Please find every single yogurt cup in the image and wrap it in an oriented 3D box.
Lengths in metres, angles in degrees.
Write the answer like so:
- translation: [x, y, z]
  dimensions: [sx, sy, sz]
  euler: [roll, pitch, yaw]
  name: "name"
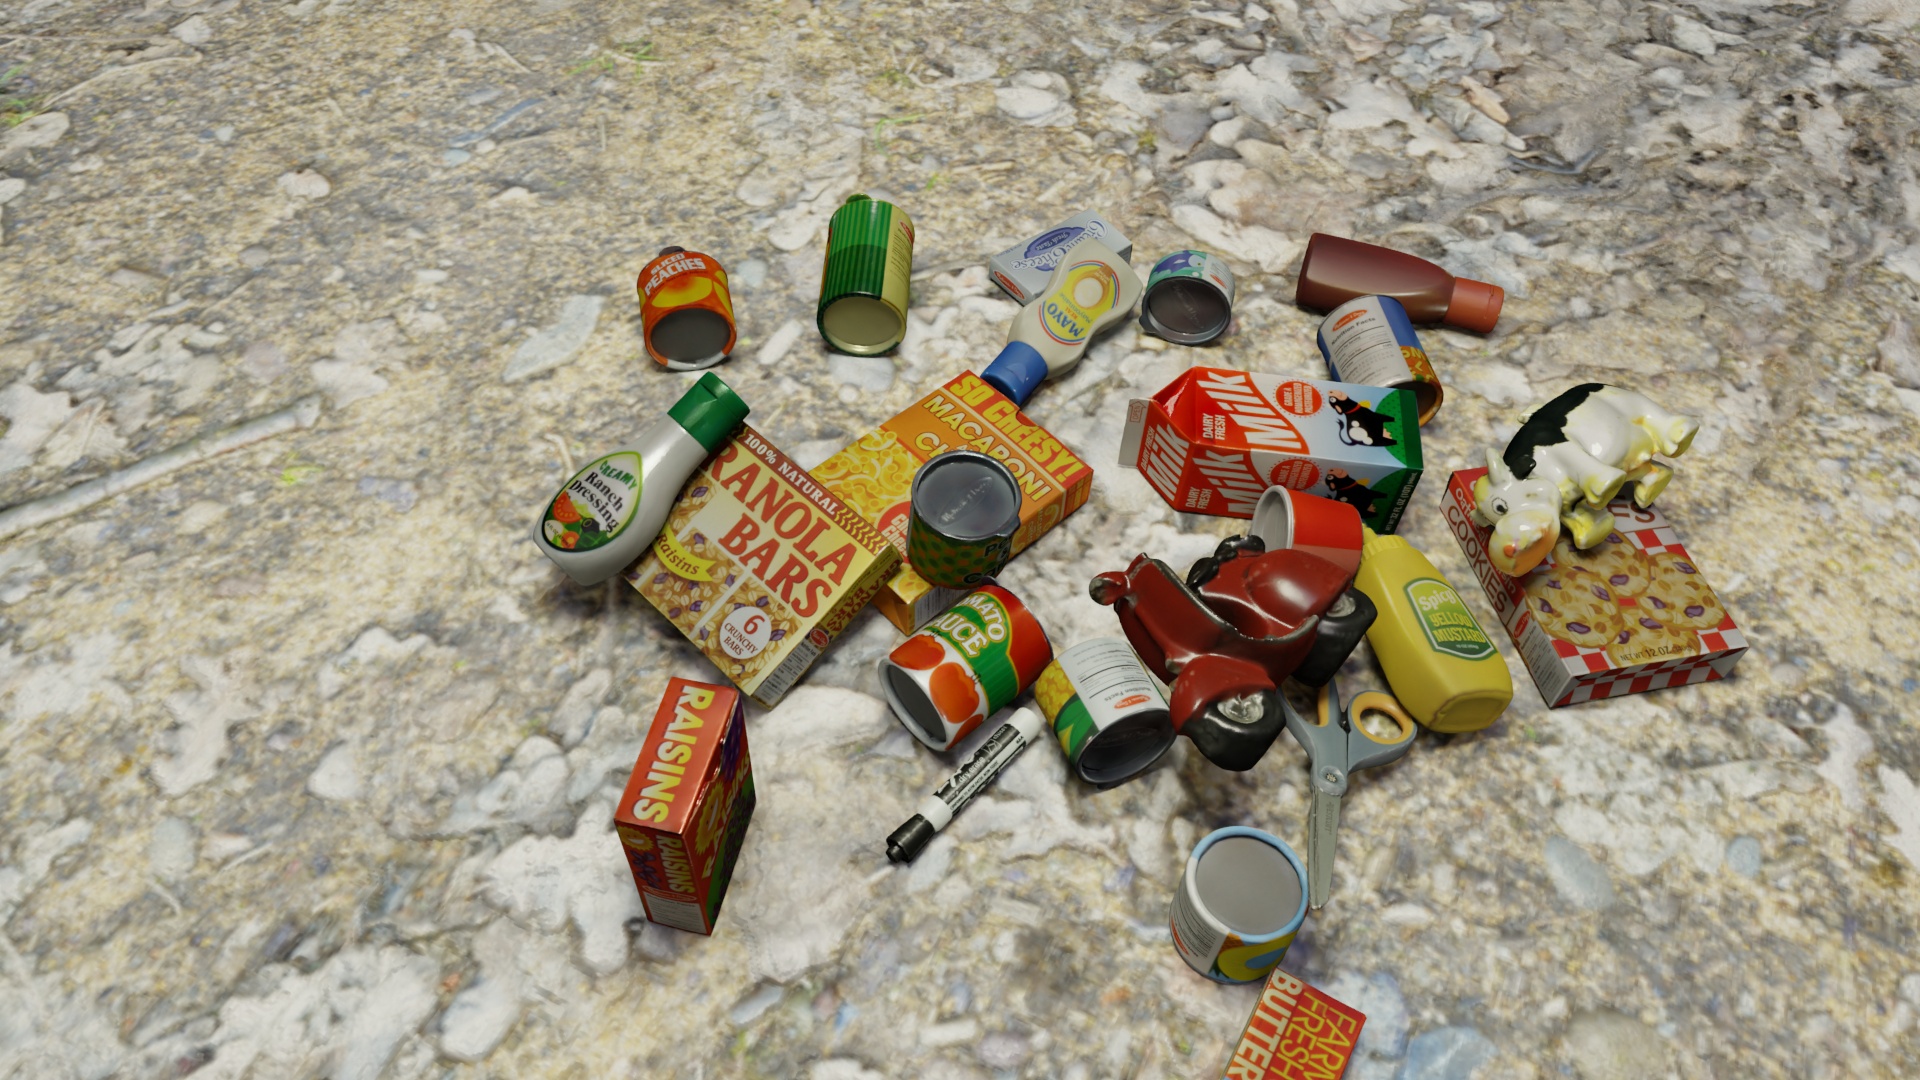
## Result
- translation: [0.223, 0.001, 0.893]
  dimensions: [0.054, 0.072, 0.073]
  euler: [6, 52, -8]
  name: "yogurt cup"

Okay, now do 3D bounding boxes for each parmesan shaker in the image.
- translation: [-0.071, -0.196, 1.026]
  dimensions: [0.071, 0.071, 0.103]
  euler: [3, 52, 0]
  name: "parmesan shaker"

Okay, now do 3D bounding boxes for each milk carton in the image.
- translation: [0.204, -0.063, 0.935]
  dimensions: [0.191, 0.072, 0.074]
  euler: [6, 52, 2]
  name: "milk carton"

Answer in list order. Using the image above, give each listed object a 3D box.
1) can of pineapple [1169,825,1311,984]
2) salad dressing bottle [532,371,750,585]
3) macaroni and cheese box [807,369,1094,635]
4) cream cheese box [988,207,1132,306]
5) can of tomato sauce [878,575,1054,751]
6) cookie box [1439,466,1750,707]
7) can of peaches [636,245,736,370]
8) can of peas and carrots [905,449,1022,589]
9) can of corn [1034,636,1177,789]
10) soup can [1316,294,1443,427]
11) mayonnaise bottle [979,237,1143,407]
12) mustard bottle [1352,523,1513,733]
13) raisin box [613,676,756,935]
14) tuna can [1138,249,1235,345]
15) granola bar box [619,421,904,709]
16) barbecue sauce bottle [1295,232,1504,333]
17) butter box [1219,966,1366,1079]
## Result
- translation: [0.150, 0.193, 0.740]
  dimensions: [0.071, 0.057, 0.071]
  euler: [2, 52, -2]
  name: "can of pineapple"
- translation: [-0.192, -0.039, 0.846]
  dimensions: [0.064, 0.044, 0.148]
  euler: [40, 82, 24]
  name: "salad dressing bottle"
- translation: [-0.013, -0.030, 0.918]
  dimensions: [0.167, 0.040, 0.124]
  euler: [-36, 63, -26]
  name: "macaroni and cheese box"
- translation: [0.079, -0.218, 1.081]
  dimensions: [0.104, 0.024, 0.053]
  euler: [-31, 61, -24]
  name: "cream cheese box"
- translation: [0.002, 0.073, 0.820]
  dimensions: [0.083, 0.070, 0.071]
  euler: [-35, 61, -26]
  name: "can of tomato sauce"
- translation: [0.406, 0.019, 0.902]
  dimensions: [0.123, 0.040, 0.168]
  euler: [-8, 53, -9]
  name: "cookie box"
- translation: [-0.197, -0.166, 0.996]
  dimensions: [0.071, 0.071, 0.058]
  euler: [-9, 54, -10]
  name: "can of peaches"
- translation: [0.003, -0.011, 0.843]
  dimensions: [0.071, 0.058, 0.071]
  euler: [3, 56, -5]
  name: "can of peas and carrots"
- translation: [0.083, 0.100, 0.806]
  dimensions: [0.071, 0.070, 0.058]
  euler: [-17, 49, -16]
  name: "can of corn"
- translation: [0.301, -0.122, 0.993]
  dimensions: [0.071, 0.071, 0.084]
  euler: [-5, 53, -7]
  name: "soup can"
- translation: [0.070, -0.154, 1.012]
  dimensions: [0.065, 0.041, 0.149]
  euler: [42, 64, -4]
  name: "mayonnaise bottle"
- translation: [0.281, 0.044, 0.867]
  dimensions: [0.065, 0.048, 0.161]
  euler: [2, 46, -23]
  name: "mustard bottle"
- translation: [-0.140, 0.141, 0.726]
  dimensions: [0.040, 0.122, 0.086]
  euler: [11, 52, 6]
  name: "raisin box"
- translation: [0.167, -0.180, 1.031]
  dimensions: [0.071, 0.070, 0.033]
  euler: [13, 52, 7]
  name: "tuna can"
- translation: [-0.136, 0.005, 0.860]
  dimensions: [0.166, 0.039, 0.124]
  euler: [39, 82, 24]
  name: "granola bar box"
- translation: [0.336, -0.193, 1.063]
  dimensions: [0.148, 0.043, 0.065]
  euler: [14, 53, 8]
  name: "barbecue sauce bottle"
- translation: [0.161, 0.272, 0.700]
  dimensions: [0.053, 0.024, 0.104]
  euler: [26, 55, 17]
  name: "butter box"
